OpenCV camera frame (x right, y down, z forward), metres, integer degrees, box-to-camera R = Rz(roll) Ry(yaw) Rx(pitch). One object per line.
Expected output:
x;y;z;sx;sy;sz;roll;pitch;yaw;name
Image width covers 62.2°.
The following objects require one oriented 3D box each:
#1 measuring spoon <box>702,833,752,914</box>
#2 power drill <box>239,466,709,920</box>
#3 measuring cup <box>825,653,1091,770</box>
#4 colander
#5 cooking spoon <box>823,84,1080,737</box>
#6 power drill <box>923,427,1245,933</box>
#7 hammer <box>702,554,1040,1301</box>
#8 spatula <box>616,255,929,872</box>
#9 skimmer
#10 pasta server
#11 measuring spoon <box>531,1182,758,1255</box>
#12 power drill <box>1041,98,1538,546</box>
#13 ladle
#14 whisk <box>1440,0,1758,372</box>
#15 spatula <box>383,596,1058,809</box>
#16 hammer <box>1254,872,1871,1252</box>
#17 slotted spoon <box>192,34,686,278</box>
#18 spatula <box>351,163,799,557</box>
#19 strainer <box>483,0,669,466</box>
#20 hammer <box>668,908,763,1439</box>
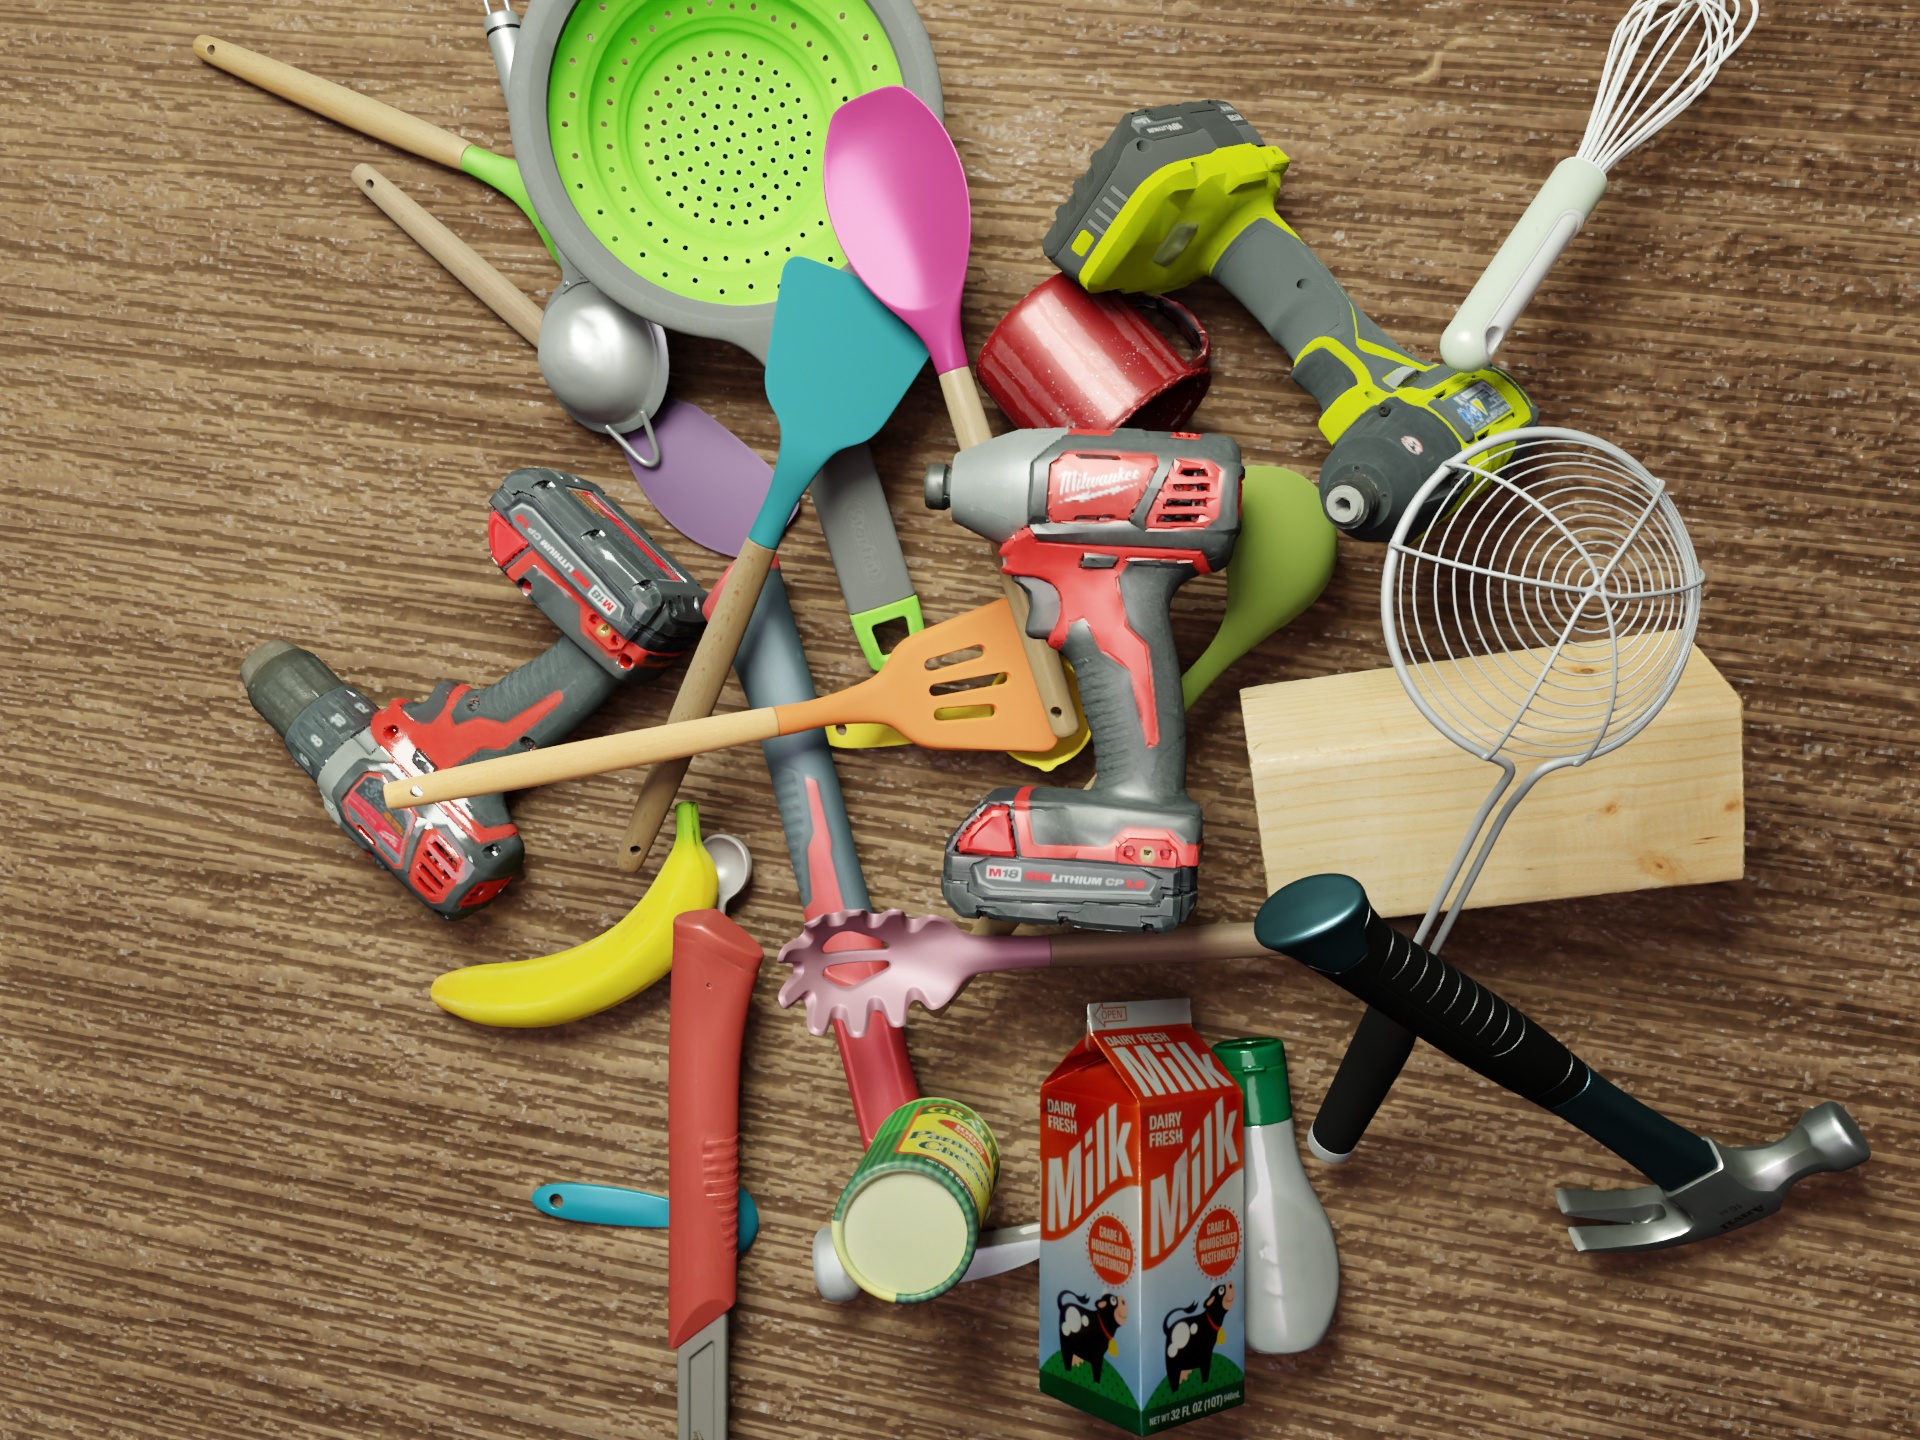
-0.132;0.121;0.857;0.034;0.018;0.124;16;100;27;measuring spoon
-0.265;-0.030;0.848;0.188;0.080;0.226;44;100;7;power drill
-0.001;-0.003;0.830;0.156;0.029;0.062;-5;97;22;measuring cup
-0.092;-0.219;0.814;0.204;0.094;0.397;-18;106;-4;colander
0.004;-0.143;0.765;0.069;0.017;0.319;-16;97;17;cooking spoon
0.049;-0.022;0.719;0.143;0.078;0.219;4;95;7;power drill
-0.047;0.100;0.823;0.143;0.038;0.386;-14;90;9;hammer
-0.107;-0.066;0.789;0.082;0.044;0.317;22;104;-15;spatula
0.203;0.053;0.683;0.127;0.090;0.363;3;131;-8;skimmer
0.071;0.111;0.765;0.316;0.040;0.060;-2;96;-7;pasta server
-0.174;0.268;0.859;0.128;0.021;0.042;4;91;8;measuring spoon
0.151;-0.178;0.728;0.223;0.171;0.080;48;131;10;power drill
0.075;0.013;0.783;0.320;0.078;0.062;-52;50;6;ladle
0.289;-0.253;0.727;0.059;0.057;0.246;25;73;42;whisk
-0.112;0.005;0.771;0.322;0.041;0.081;-11;94;-14;spatula
0.252;0.151;0.688;0.330;0.033;0.128;33;121;-26;hammer
-0.292;-0.316;0.873;0.314;0.031;0.070;25;99;10;slotted spoon
-0.217;-0.199;0.864;0.316;0.018;0.060;42;102;6;spatula
-0.210;-0.256;0.823;0.087;0.050;0.258;-14;93;32;strainer
-0.143;0.277;0.825;0.149;0.037;0.359;1;97;3;hammer
